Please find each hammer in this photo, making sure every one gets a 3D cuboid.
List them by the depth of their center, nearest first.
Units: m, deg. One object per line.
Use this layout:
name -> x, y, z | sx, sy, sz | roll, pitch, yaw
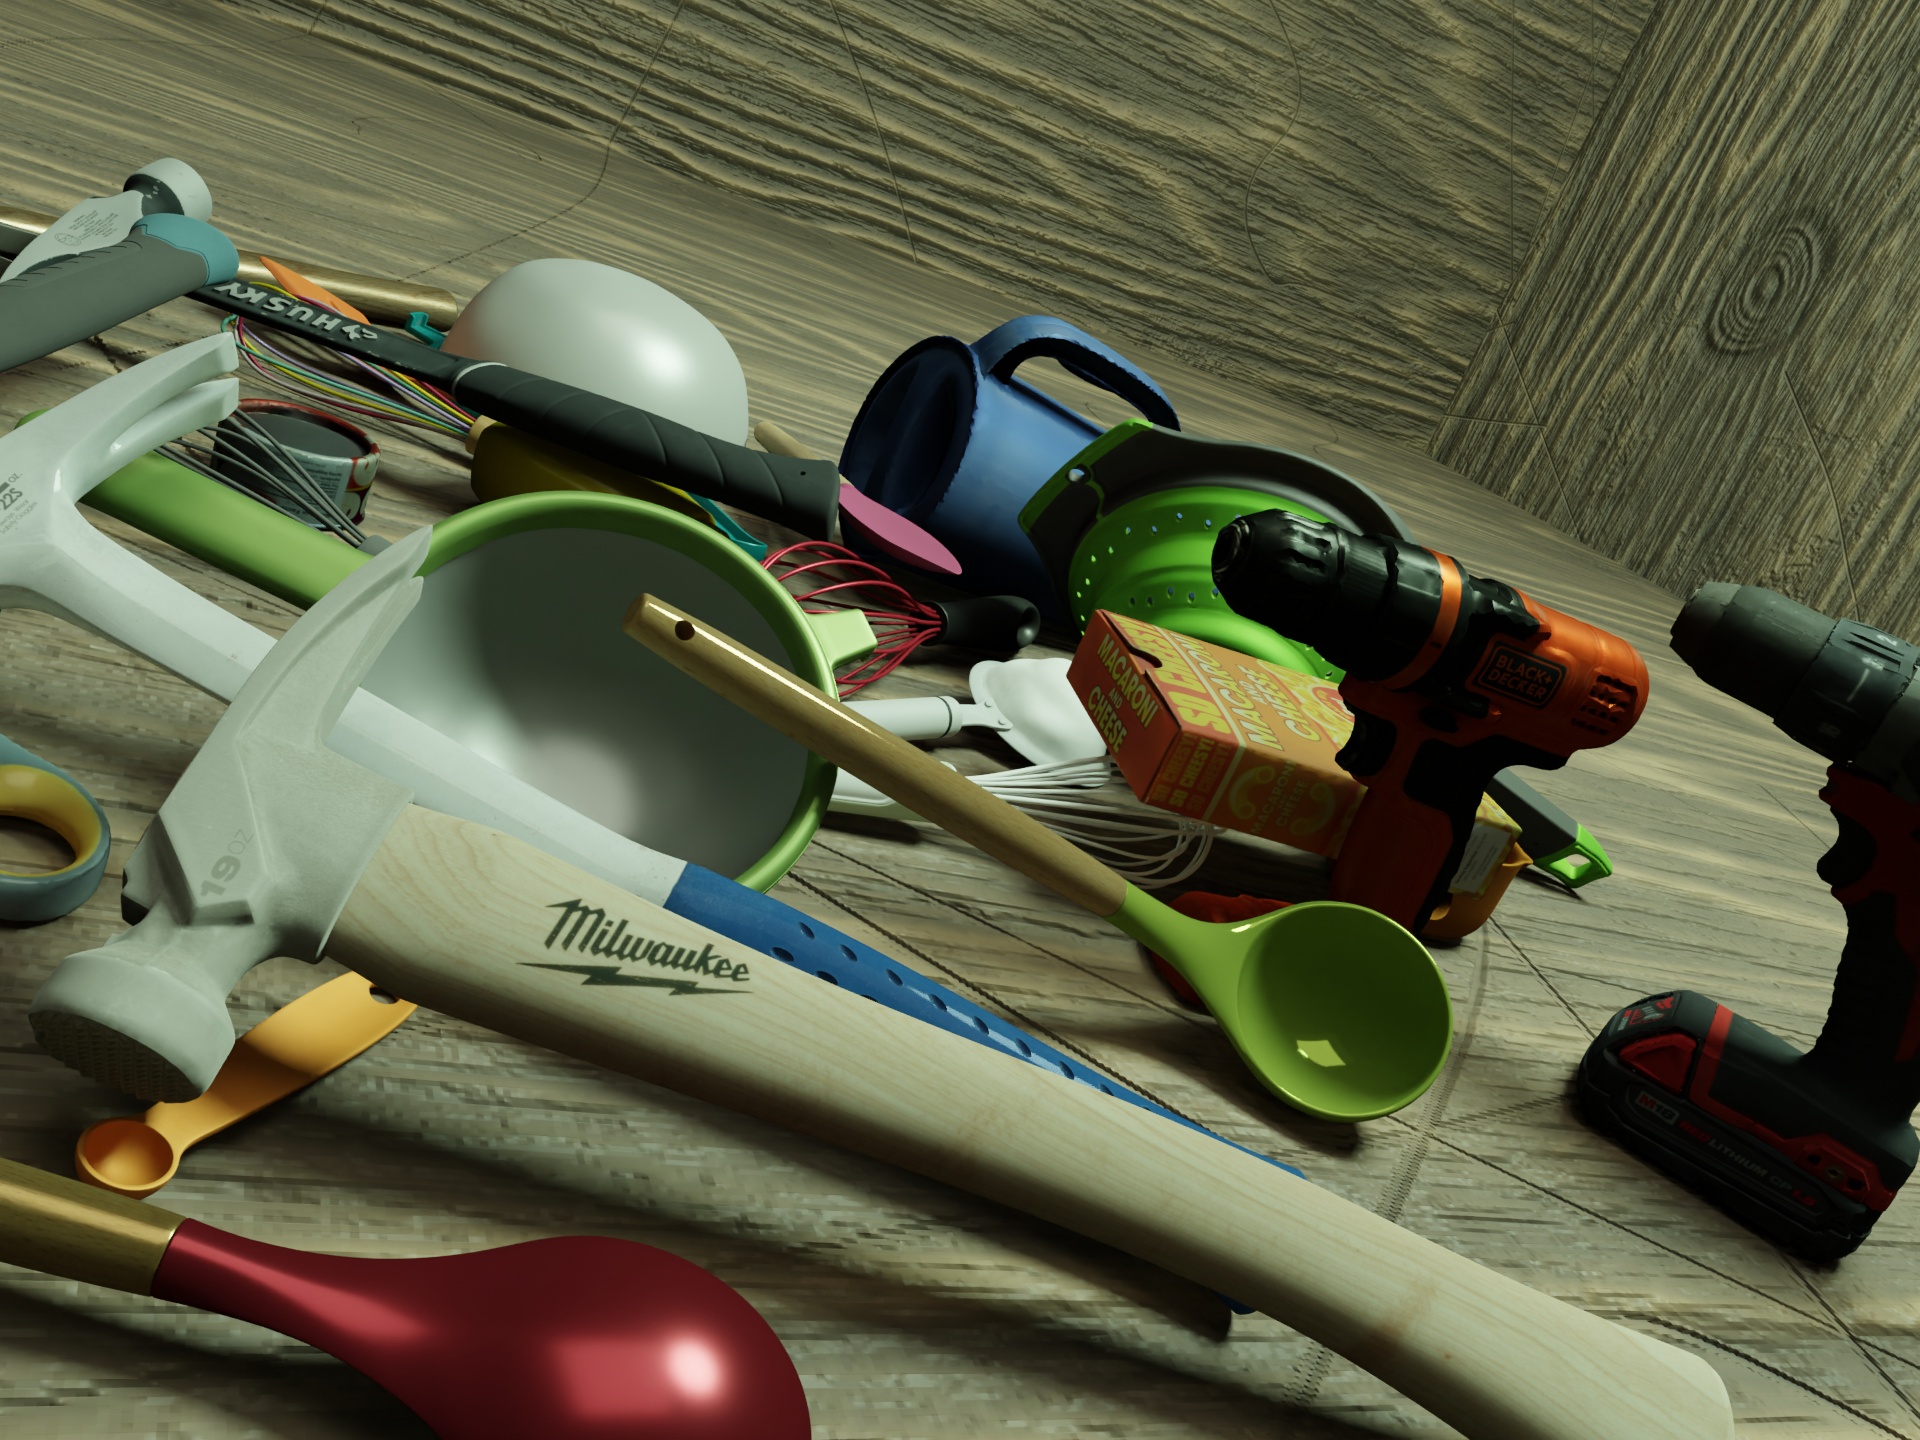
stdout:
hammer -> 0.013, 0.093, 0.394 | 0.410, 0.038, 0.146 | 25, 52, -9
hammer -> -0.086, 0.039, 0.428 | 0.405, 0.035, 0.144 | 30, 58, -4
hammer -> -0.372, -0.137, 0.583 | 0.128, 0.033, 0.331 | 23, 30, -4
hammer -> -0.246, -0.164, 0.748 | 0.409, 0.036, 0.149 | 20, 43, 5
hammer -> -0.436, -0.262, 0.914 | 0.130, 0.031, 0.331 | 35, 22, 31

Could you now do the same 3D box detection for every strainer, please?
strainer -> -0.164, -0.015, 0.490 | 0.256, 0.069, 0.152 | 27, 57, -5
strainer -> -0.001, -0.002, 0.728 | 0.258, 0.050, 0.087 | -4, 48, -47
strainer -> -0.183, -0.196, 0.936 | 0.210, 0.095, 0.341 | 8, 24, -38

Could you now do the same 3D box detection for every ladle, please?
ladle -> -0.172, 0.092, 0.295 | 0.315, 0.031, 0.069 | 20, 29, -9
ladle -> 0.037, 0.043, 0.503 | 0.320, 0.078, 0.062 | 32, -29, -26

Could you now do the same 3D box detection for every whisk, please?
whisk -> -0.228, -0.063, 0.618 | 0.239, 0.055, 0.055 | 29, 20, 2
whisk -> 0.001, 0.030, 0.636 | 0.246, 0.058, 0.059 | 9, -11, -26
whisk -> -0.025, -0.049, 0.793 | 0.073, 0.073, 0.295 | 32, 16, 22
whisk -> -0.272, -0.161, 0.826 | 0.245, 0.047, 0.051 | 26, 18, -2

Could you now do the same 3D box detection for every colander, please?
colander -> 0.198, 0.008, 0.838 | 0.397, 0.204, 0.095 | 34, 51, -16

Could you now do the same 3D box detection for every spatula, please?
spatula -> -0.247, -0.181, 0.862 | 0.323, 0.041, 0.081 | 22, -1, 21

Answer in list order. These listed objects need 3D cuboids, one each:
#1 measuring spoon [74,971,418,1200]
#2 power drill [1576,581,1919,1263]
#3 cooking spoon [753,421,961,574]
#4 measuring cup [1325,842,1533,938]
measuring spoon -> -0.161, 0.082, 0.373 | 0.021, 0.011, 0.117 | 36, 17, 4
power drill -> 0.330, 0.071, 0.624 | 0.188, 0.226, 0.080 | 32, 21, 22
cooking spoon -> -0.071, -0.128, 0.874 | 0.068, 0.017, 0.319 | 23, 11, -27
measuring cup -> 0.209, 0.078, 0.737 | 0.095, 0.052, 0.173 | 27, 22, 10
